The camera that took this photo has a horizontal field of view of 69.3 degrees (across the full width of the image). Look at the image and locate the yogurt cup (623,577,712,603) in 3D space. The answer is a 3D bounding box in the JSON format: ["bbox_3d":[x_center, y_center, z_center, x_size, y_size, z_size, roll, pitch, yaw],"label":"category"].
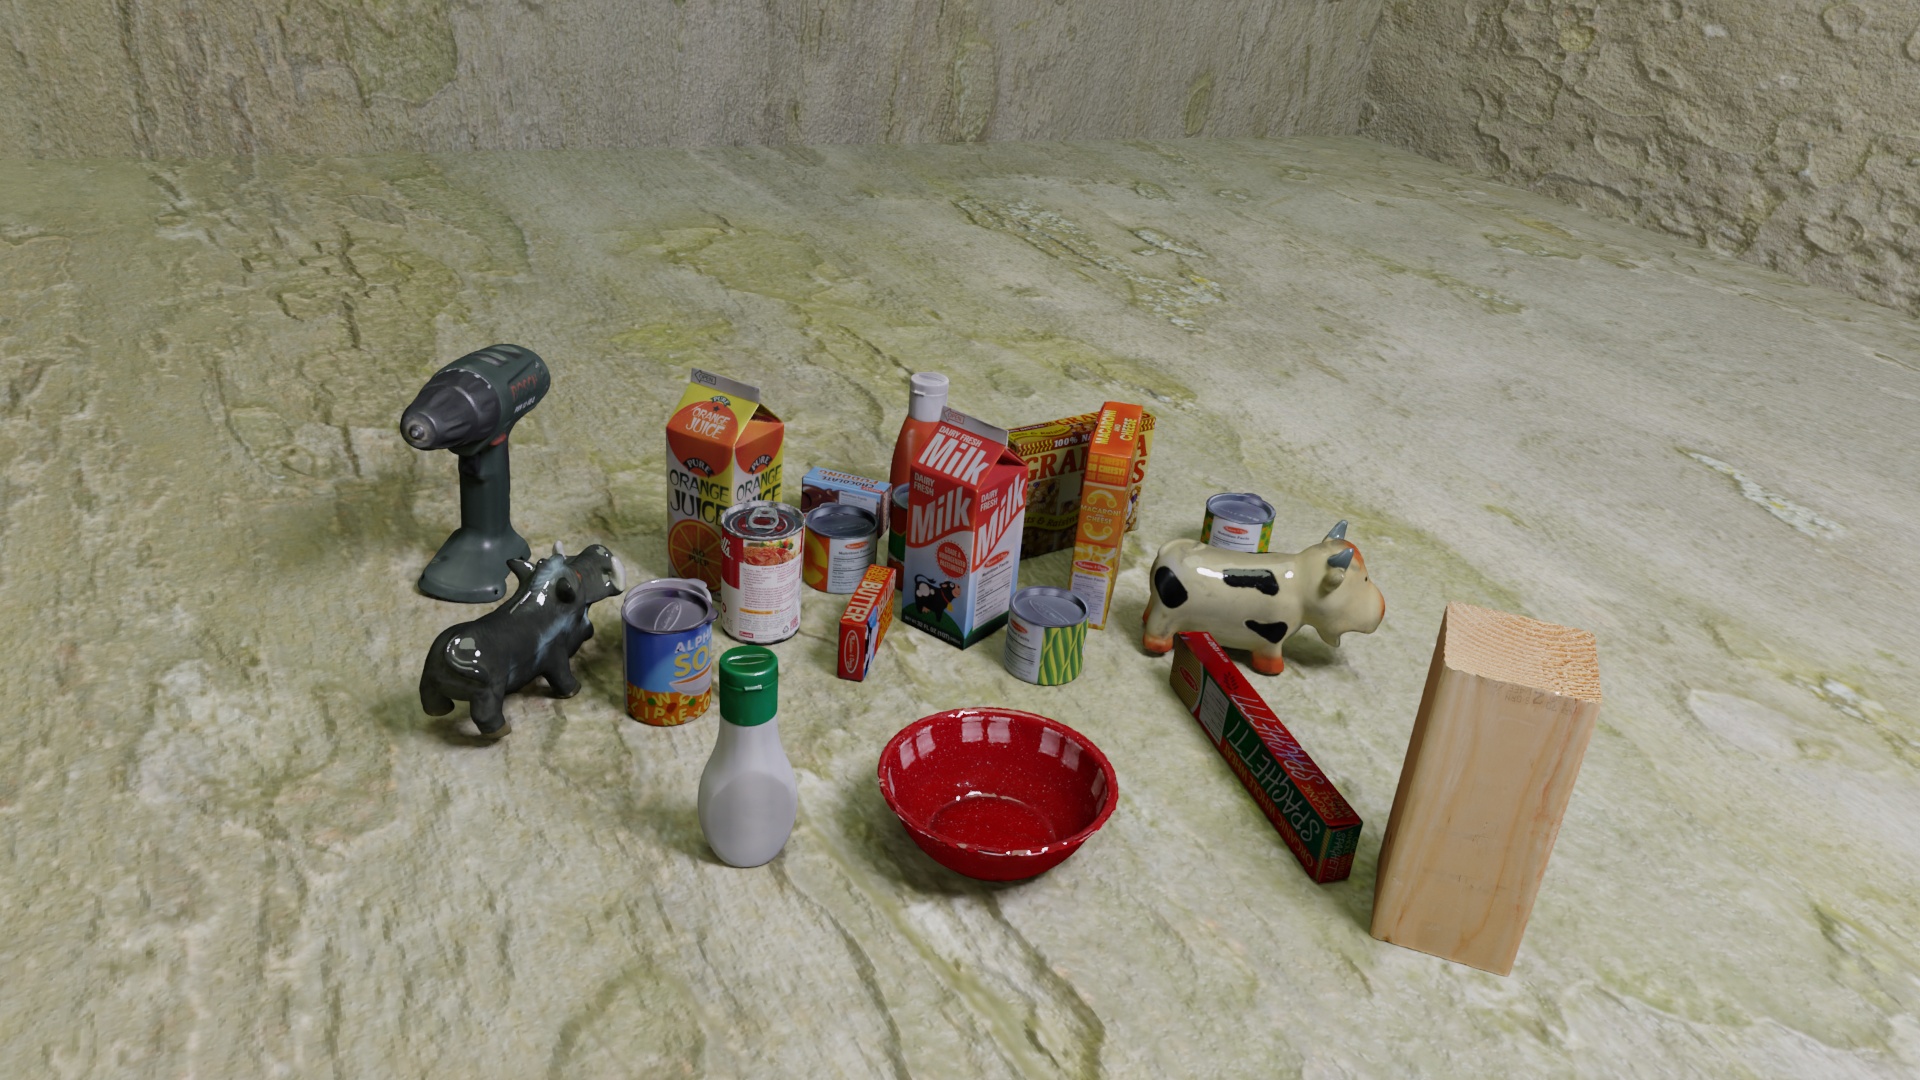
[{"bbox_3d":[-0.232,0.069,1.104,0.072,0.053,0.073,4,27,-2],"label":"yogurt cup"}]

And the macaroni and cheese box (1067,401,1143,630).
[{"bbox_3d":[0.126,-0.024,1.225,0.040,0.165,0.124,9,27,8],"label":"macaroni and cheese box"}]

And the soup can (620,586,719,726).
[{"bbox_3d":[-0.216,0.087,1.038,0.071,0.083,0.072,4,27,-2],"label":"soup can"}]

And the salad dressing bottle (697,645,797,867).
[{"bbox_3d":[-0.135,0.138,0.885,0.064,0.147,0.044,-3,28,-16],"label":"salad dressing bottle"}]

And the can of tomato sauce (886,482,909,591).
[{"bbox_3d":[-0.031,-0.001,1.243,0.071,0.082,0.071,4,27,-2],"label":"can of tomato sauce"}]

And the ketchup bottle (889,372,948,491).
[{"bbox_3d":[-0.035,-0.087,1.337,0.065,0.148,0.044,18,29,23],"label":"ketchup bottle"}]

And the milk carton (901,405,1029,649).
[{"bbox_3d":[0.004,-0.015,1.159,0.072,0.189,0.074,24,32,32],"label":"milk carton"}]

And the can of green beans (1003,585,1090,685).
[{"bbox_3d":[0.070,0.078,1.137,0.071,0.057,0.071,4,27,-2],"label":"can of green beans"}]

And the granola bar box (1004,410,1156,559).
[{"bbox_3d":[0.105,-0.056,1.330,0.166,0.123,0.039,-13,32,-32],"label":"granola bar box"}]

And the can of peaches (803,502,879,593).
[{"bbox_3d":[-0.108,0.007,1.242,0.071,0.057,0.071,4,27,-2],"label":"can of peaches"}]

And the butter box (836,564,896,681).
[{"bbox_3d":[-0.077,0.066,1.138,0.024,0.053,0.104,9,27,8],"label":"butter box"}]

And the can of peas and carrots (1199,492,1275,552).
[{"bbox_3d":[0.265,-0.007,1.335,0.071,0.058,0.071,4,27,-2],"label":"can of peas and carrots"}]

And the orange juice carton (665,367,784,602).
[{"bbox_3d":[-0.201,-0.050,1.189,0.072,0.191,0.073,18,30,24],"label":"orange juice carton"}]

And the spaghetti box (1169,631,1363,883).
[{"bbox_3d":[0.219,0.152,1.027,0.029,0.050,0.251,-3,28,-16],"label":"spaghetti box"}]

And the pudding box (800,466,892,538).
[{"bbox_3d":[-0.110,-0.037,1.334,0.084,0.049,0.030,12,28,14],"label":"pudding box"}]
